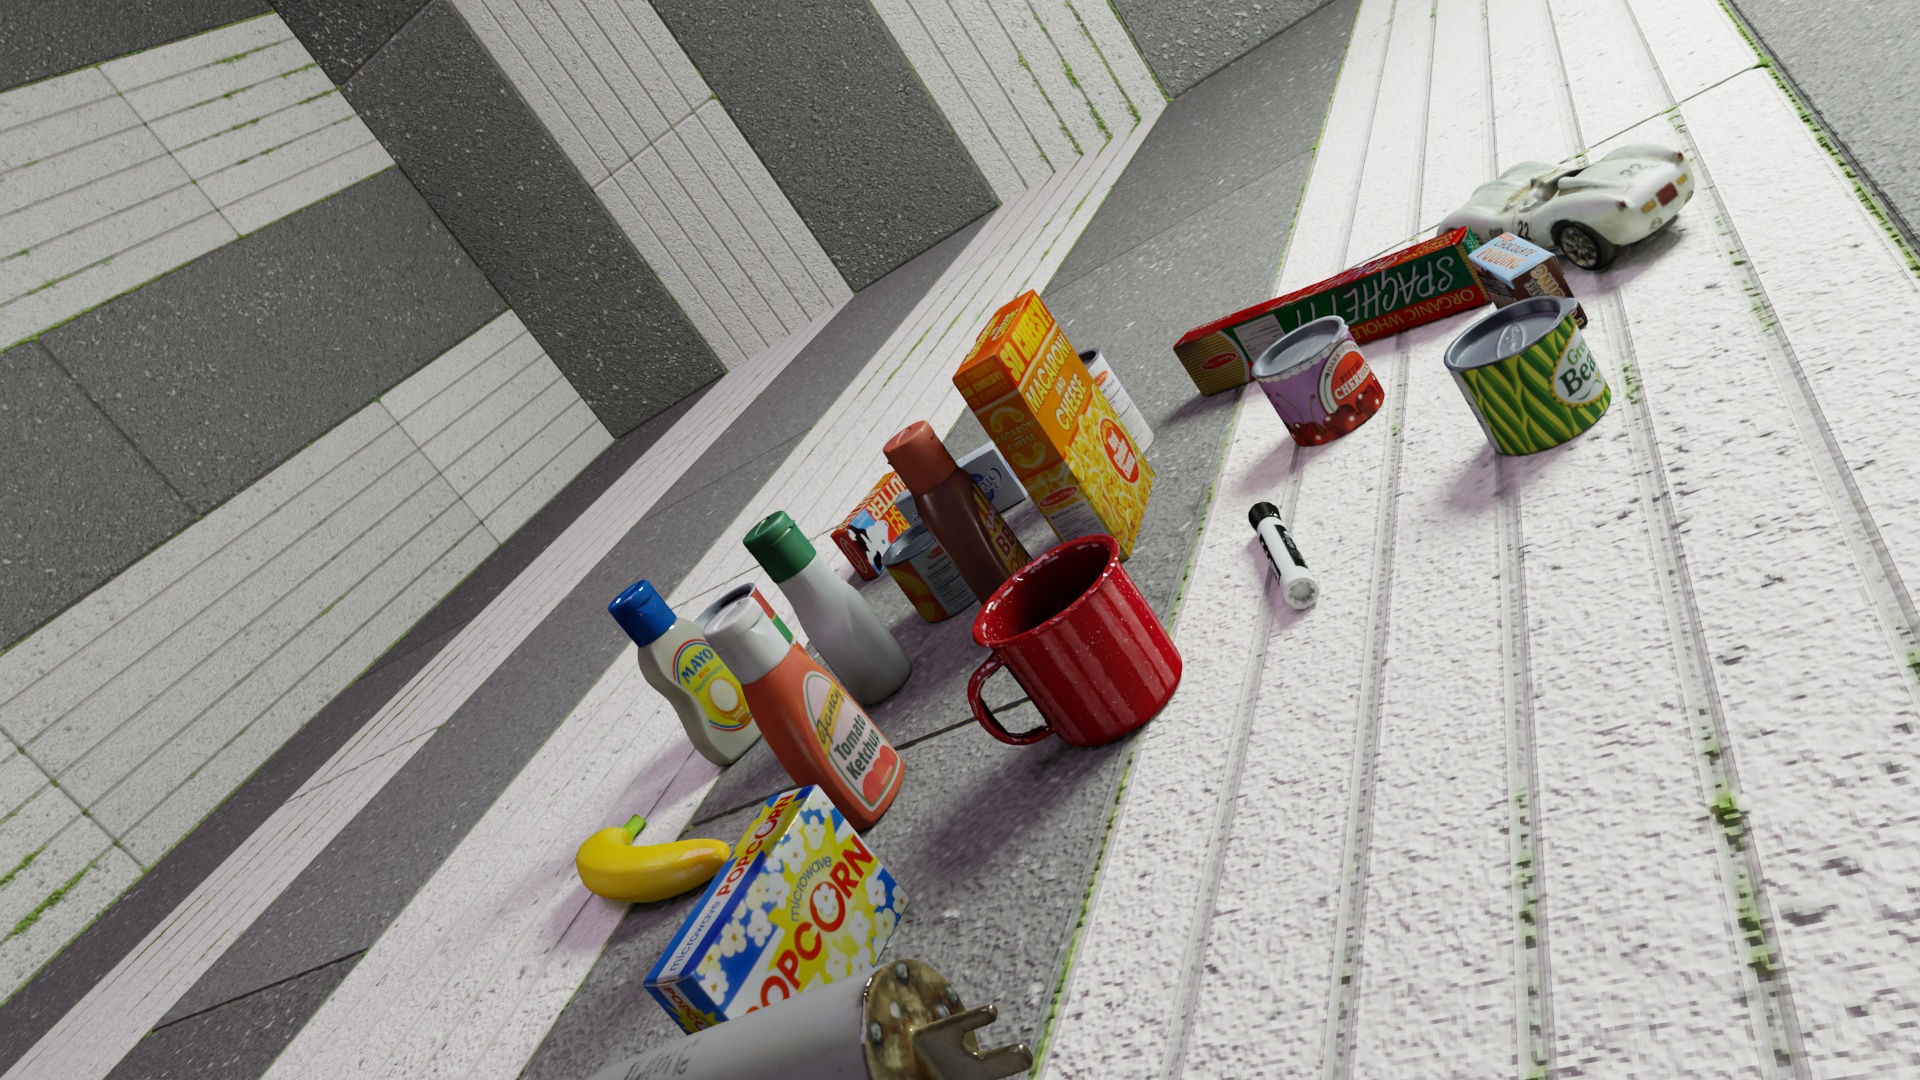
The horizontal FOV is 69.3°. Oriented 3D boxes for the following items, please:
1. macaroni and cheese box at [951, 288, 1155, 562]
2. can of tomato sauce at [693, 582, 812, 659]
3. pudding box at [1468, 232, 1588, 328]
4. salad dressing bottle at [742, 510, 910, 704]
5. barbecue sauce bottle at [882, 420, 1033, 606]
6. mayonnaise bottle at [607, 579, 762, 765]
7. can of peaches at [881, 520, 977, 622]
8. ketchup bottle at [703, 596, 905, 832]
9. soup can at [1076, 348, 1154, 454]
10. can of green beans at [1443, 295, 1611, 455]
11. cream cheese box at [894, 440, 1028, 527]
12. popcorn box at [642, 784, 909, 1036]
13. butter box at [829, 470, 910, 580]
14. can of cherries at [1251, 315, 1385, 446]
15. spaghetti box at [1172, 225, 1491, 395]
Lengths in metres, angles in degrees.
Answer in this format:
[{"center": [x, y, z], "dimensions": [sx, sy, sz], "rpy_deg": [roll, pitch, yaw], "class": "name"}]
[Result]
[{"center": [0.067, -0.076, 0.955], "dimensions": [0.040, 0.166, 0.124], "rpy_deg": [-27, 19, 28], "class": "macaroni and cheese box"}, {"center": [-0.166, 0.087, 1.108], "dimensions": [0.071, 0.083, 0.071], "rpy_deg": [-32, 17, 11], "class": "can of tomato sauce"}, {"center": [0.342, -0.154, 0.840], "dimensions": [0.030, 0.049, 0.084], "rpy_deg": [-31, 17, 14], "class": "pudding box"}, {"center": [-0.093, 0.046, 0.967], "dimensions": [0.044, 0.147, 0.064], "rpy_deg": [-30, 18, 18], "class": "salad dressing bottle"}, {"center": [0.003, -0.012, 0.936], "dimensions": [0.043, 0.148, 0.065], "rpy_deg": [-30, 18, 20], "class": "barbecue sauce bottle"}, {"center": [-0.205, 0.097, 1.043], "dimensions": [0.041, 0.148, 0.065], "rpy_deg": [-14, 27, 51], "class": "mayonnaise bottle"}, {"center": [-0.017, 0.020, 1.046], "dimensions": [0.071, 0.058, 0.071], "rpy_deg": [-32, 17, 11], "class": "can of peaches"}, {"center": [-0.094, 0.101, 0.820], "dimensions": [0.043, 0.148, 0.065], "rpy_deg": [-25, 20, 32], "class": "ketchup bottle"}, {"center": [0.101, -0.098, 1.090], "dimensions": [0.071, 0.083, 0.071], "rpy_deg": [-32, 17, 11], "class": "soup can"}, {"center": [0.298, -0.086, 0.731], "dimensions": [0.071, 0.057, 0.071], "rpy_deg": [-32, 17, 11], "class": "can of green beans"}, {"center": [0.002, -0.038, 1.171], "dimensions": [0.103, 0.053, 0.024], "rpy_deg": [-29, 18, 21], "class": "cream cheese box"}, {"center": [-0.085, 0.192, 0.669], "dimensions": [0.038, 0.085, 0.127], "rpy_deg": [-23, 21, 36], "class": "popcorn box"}, {"center": [-0.071, -0.015, 1.249], "dimensions": [0.024, 0.053, 0.104], "rpy_deg": [-20, 23, 42], "class": "butter box"}, {"center": [0.233, -0.103, 0.897], "dimensions": [0.071, 0.058, 0.072], "rpy_deg": [-32, 17, 11], "class": "can of cherries"}, {"center": [0.265, -0.161, 1.006], "dimensions": [0.249, 0.050, 0.029], "rpy_deg": [-16, 26, 48], "class": "spaghetti box"}]
